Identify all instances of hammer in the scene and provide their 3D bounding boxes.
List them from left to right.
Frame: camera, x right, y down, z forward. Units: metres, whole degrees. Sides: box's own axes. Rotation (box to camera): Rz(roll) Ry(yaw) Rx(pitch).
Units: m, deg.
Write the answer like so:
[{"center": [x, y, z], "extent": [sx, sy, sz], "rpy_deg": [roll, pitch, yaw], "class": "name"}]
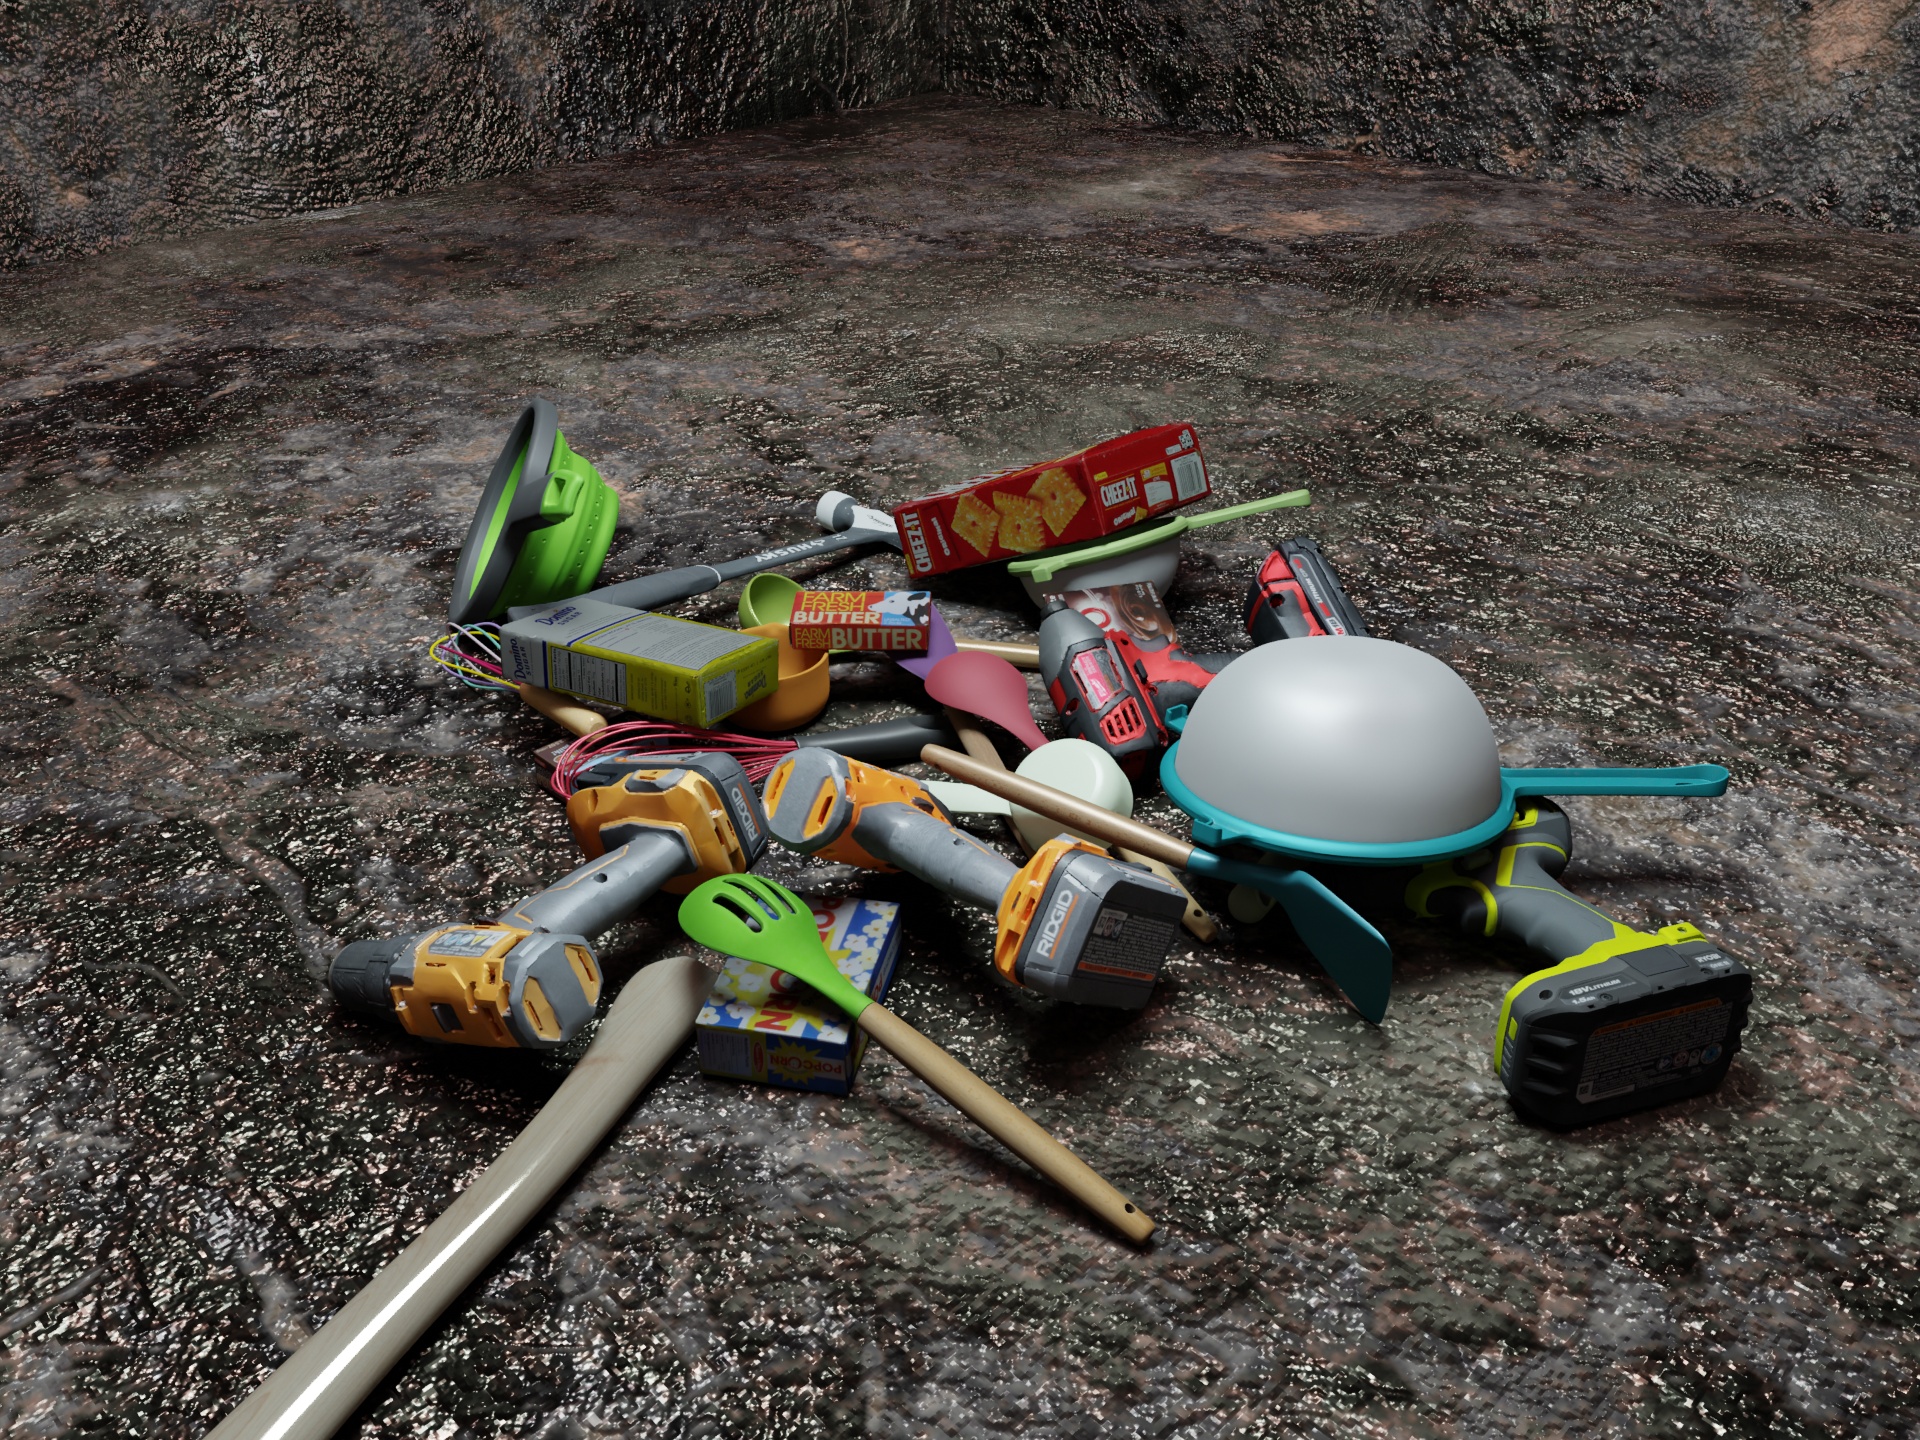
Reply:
[{"center": [-0.225, 0.246, 0.745], "extent": [0.146, 0.038, 0.411], "rpy_deg": [14, 34, 21], "class": "hammer"}, {"center": [-0.194, -0.119, 1.313], "extent": [0.149, 0.036, 0.409], "rpy_deg": [26, 33, 35], "class": "hammer"}]

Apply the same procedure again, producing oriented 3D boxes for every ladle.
[{"center": [-0.017, -0.067, 1.244], "extent": [0.320, 0.062, 0.078], "rpy_deg": [6, 38, 8], "class": "ladle"}, {"center": [0.070, 0.039, 1.048], "extent": [0.069, 0.031, 0.316], "rpy_deg": [-19, 45, -24], "class": "ladle"}]

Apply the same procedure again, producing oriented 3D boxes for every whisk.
[{"center": [-0.329, -0.027, 1.174], "extent": [0.047, 0.051, 0.245], "rpy_deg": [10, 11, -44], "class": "whisk"}, {"center": [-0.132, 0.026, 1.096], "extent": [0.295, 0.073, 0.073], "rpy_deg": [-8, 31, -23], "class": "whisk"}, {"center": [0.240, 0.059, 1.035], "extent": [0.059, 0.057, 0.246], "rpy_deg": [-20, 13, 48], "class": "whisk"}]

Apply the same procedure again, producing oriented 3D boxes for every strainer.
[{"center": [0.168, -0.129, 1.298], "extent": [0.256, 0.069, 0.151], "rpy_deg": [-14, 9, -5], "class": "strainer"}, {"center": [0.292, 0.002, 0.953], "extent": [0.340, 0.095, 0.211], "rpy_deg": [1, 21, 2], "class": "strainer"}]

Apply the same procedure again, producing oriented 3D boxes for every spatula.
[{"center": [-0.002, -0.004, 1.131], "extent": [0.059, 0.018, 0.316], "rpy_deg": [-10, 40, -17], "class": "spatula"}, {"center": [0.107, 0.079, 0.928], "extent": [0.318, 0.082, 0.044], "rpy_deg": [21, 56, 25], "class": "spatula"}]

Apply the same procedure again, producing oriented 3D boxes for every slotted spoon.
[{"center": [-0.028, 0.165, 0.820], "extent": [0.314, 0.031, 0.070], "rpy_deg": [34, 35, 25], "class": "slotted spoon"}]

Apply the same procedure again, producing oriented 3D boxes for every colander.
[{"center": [-0.314, -0.152, 1.257], "extent": [0.094, 0.204, 0.397], "rpy_deg": [21, -5, -25], "class": "colander"}]

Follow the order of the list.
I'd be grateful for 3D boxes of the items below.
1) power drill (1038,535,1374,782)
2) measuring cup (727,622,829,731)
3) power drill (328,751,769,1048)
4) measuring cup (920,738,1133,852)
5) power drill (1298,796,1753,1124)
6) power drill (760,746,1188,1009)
[{"center": [0.165, -0.047, 1.127], "extent": [0.219, 0.078, 0.143], "rpy_deg": [-17, 62, -13], "class": "power drill"}, {"center": [-0.183, -0.027, 1.188], "extent": [0.173, 0.052, 0.095], "rpy_deg": [-4, 31, 0], "class": "measuring cup"}, {"center": [-0.241, 0.106, 0.928], "extent": [0.185, 0.084, 0.226], "rpy_deg": [-4, 27, 34], "class": "power drill"}, {"center": [0.026, 0.045, 1.020], "extent": [0.167, 0.038, 0.083], "rpy_deg": [3, 62, 24], "class": "measuring cup"}, {"center": [0.309, 0.120, 0.895], "extent": [0.171, 0.080, 0.223], "rpy_deg": [-10, 28, -15], "class": "power drill"}, {"center": [0.013, 0.087, 0.926], "extent": [0.227, 0.084, 0.164], "rpy_deg": [23, 1, 33], "class": "power drill"}]
